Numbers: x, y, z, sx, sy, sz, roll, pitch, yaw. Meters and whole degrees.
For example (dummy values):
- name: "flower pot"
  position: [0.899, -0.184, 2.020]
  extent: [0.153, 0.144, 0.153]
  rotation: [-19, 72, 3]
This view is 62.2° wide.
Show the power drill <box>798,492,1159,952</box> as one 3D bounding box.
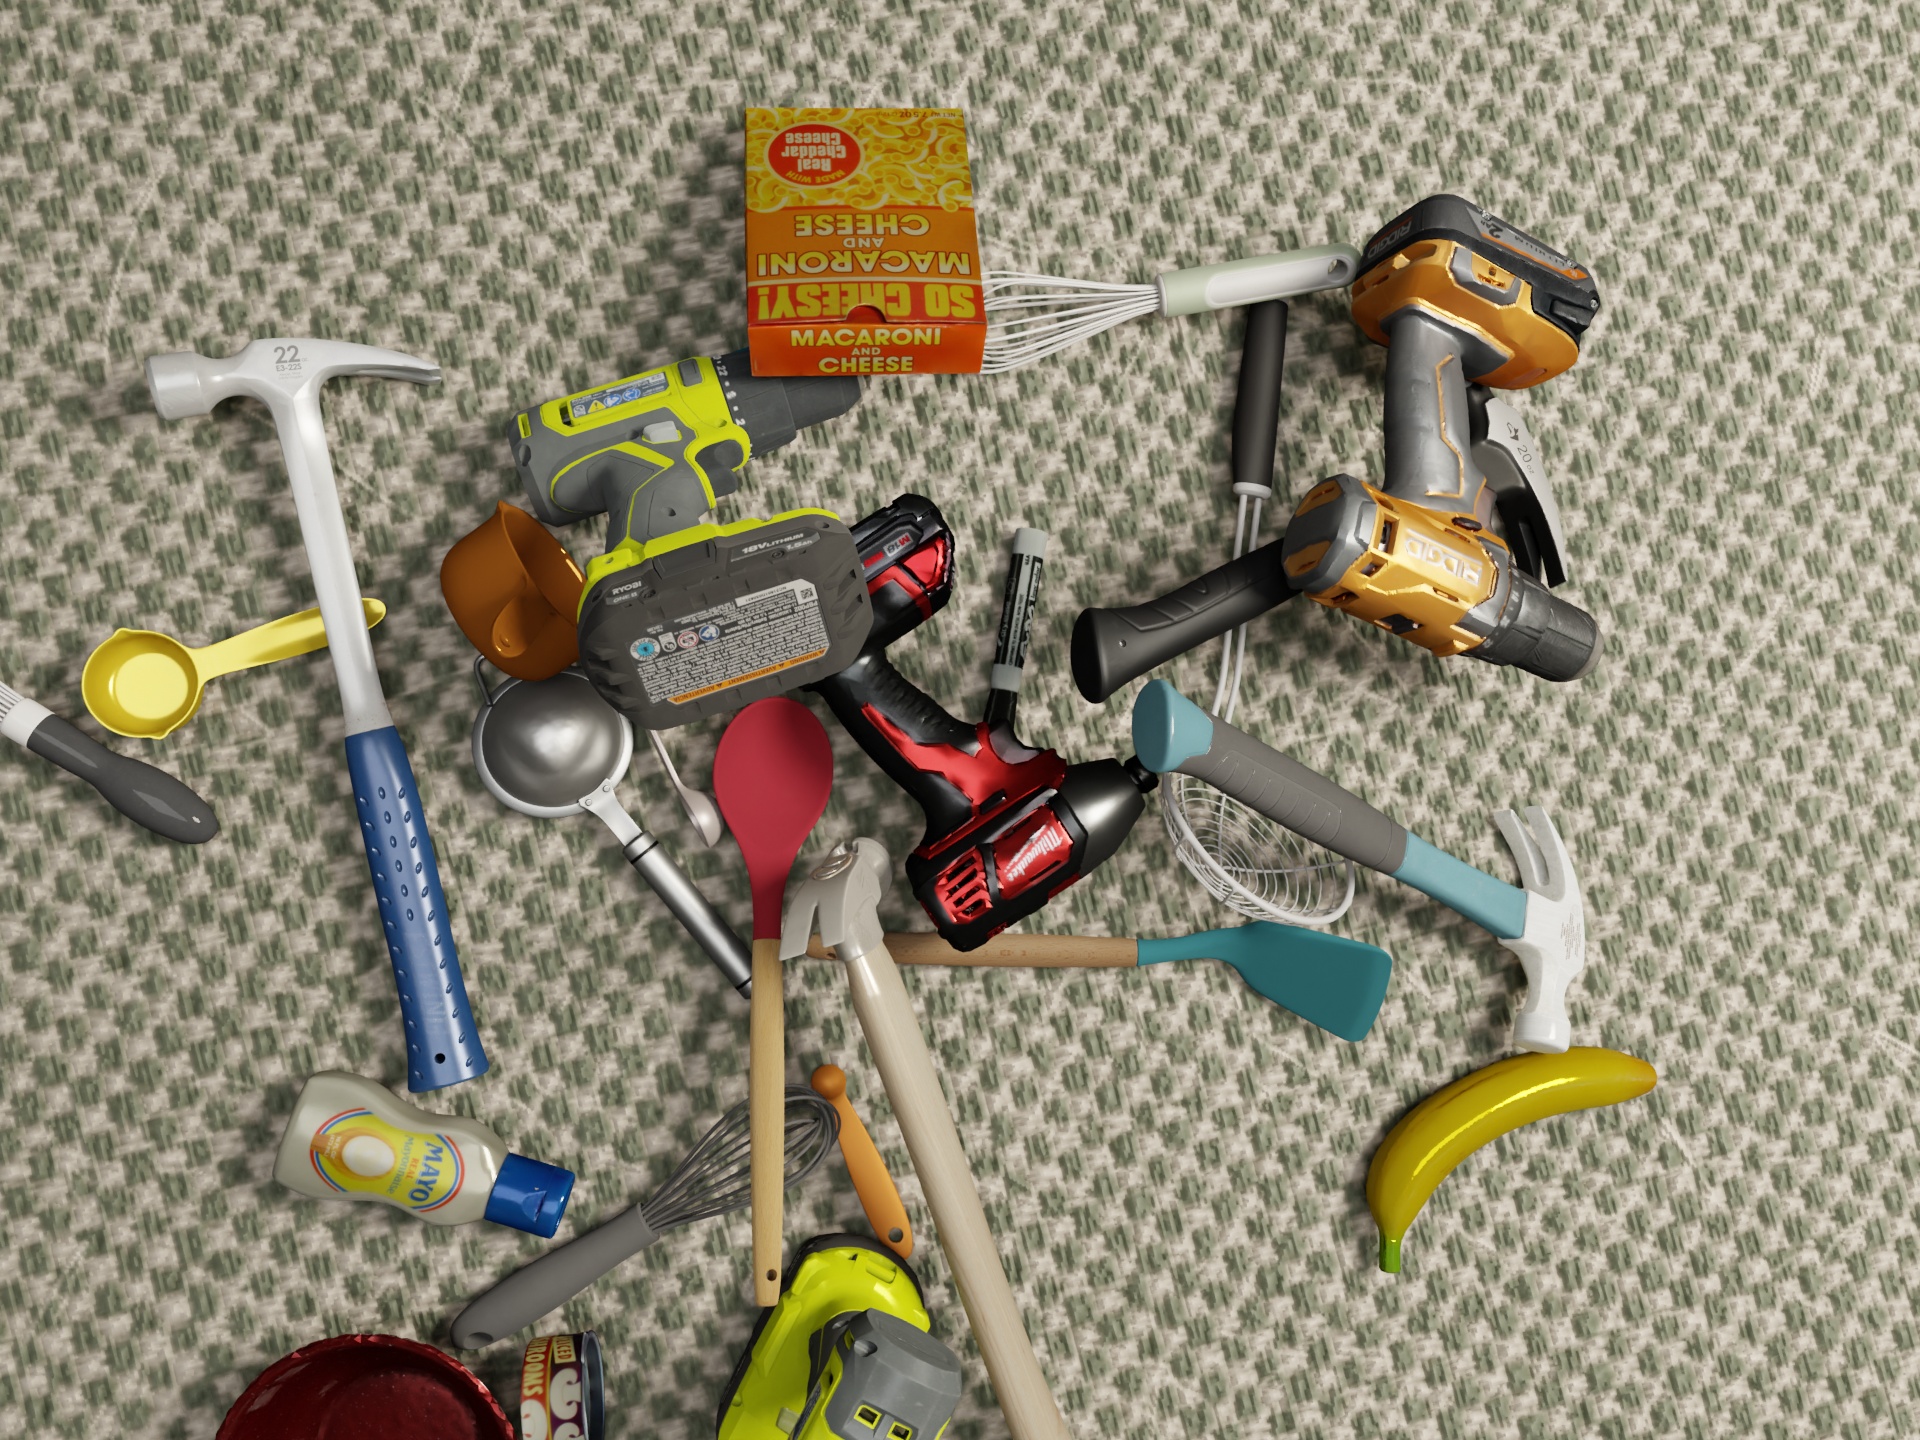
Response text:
- name: "power drill"
  position: [-0.001, -0.003, 0.850]
  extent: [0.143, 0.078, 0.220]
  rotation: [-33, 84, -3]

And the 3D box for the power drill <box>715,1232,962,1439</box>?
- name: "power drill"
  position: [-0.070, 0.348, 0.767]
  extent: [0.080, 0.223, 0.171]
  rotation: [29, 85, -3]

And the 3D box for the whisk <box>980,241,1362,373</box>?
- name: "whisk"
  position: [0.105, -0.236, 0.891]
  extent: [0.246, 0.059, 0.057]
  rotation: [-10, 121, -1]

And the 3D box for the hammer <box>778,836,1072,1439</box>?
- name: "hammer"
  position: [0.000, 0.268, 0.820]
  extent: [0.038, 0.146, 0.410]
  rotation: [-18, 98, 8]

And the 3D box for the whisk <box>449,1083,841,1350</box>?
- name: "whisk"
  position: [-0.170, 0.268, 0.852]
  extent: [0.239, 0.055, 0.055]
  rotation: [-32, 90, -2]

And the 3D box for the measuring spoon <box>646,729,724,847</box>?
- name: "measuring spoon"
  position: [-0.159, 0.012, 0.875]
  extent: [0.018, 0.034, 0.124]
  rotation: [-26, 85, -15]

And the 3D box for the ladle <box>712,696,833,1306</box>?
- name: "ladle"
  position: [-0.101, 0.142, 0.842]
  extent: [0.069, 0.031, 0.316]
  rotation: [6, 72, -24]

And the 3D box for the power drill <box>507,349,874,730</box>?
- name: "power drill"
  position: [-0.122, -0.112, 0.808]
  extent: [0.190, 0.080, 0.229]
  rotation: [-18, 44, -6]

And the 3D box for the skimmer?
- name: "skimmer"
  position: [0.176, -0.071, 0.880]
  extent: [0.127, 0.090, 0.363]
  rotation: [10, 84, -33]

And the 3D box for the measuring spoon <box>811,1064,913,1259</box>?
- name: "measuring spoon"
  position: [-0.053, 0.245, 0.881]
  extent: [0.021, 0.011, 0.117]
  rotation: [-24, 90, -6]

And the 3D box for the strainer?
- name: "strainer"
  position: [-0.179, 0.062, 0.866]
  extent: [0.087, 0.050, 0.258]
  rotation: [-40, 95, -14]

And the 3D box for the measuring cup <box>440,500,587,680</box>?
- name: "measuring cup"
  position: [-0.231, -0.049, 0.801]
  extent: [0.052, 0.174, 0.095]
  rotation: [-33, 108, 9]

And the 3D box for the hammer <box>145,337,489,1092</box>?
- name: "hammer"
  position: [-0.312, -0.006, 0.850]
  extent: [0.144, 0.035, 0.405]
  rotation: [-13, 91, -18]

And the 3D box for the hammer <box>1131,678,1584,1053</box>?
- name: "hammer"
  position: [0.219, 0.065, 0.840]
  extent: [0.330, 0.033, 0.128]
  rotation: [27, 66, -27]

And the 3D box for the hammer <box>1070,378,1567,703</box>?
- name: "hammer"
  position: [0.195, -0.086, 0.856]
  extent: [0.335, 0.035, 0.146]
  rotation: [-26, 88, -26]

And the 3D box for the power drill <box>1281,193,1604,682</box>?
- name: "power drill"
  position: [0.275, -0.139, 0.843]
  extent: [0.185, 0.084, 0.226]
  rotation: [21, 73, -19]

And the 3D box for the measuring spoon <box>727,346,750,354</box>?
- name: "measuring spoon"
  position: [-0.075, -0.212, 0.896]
  extent: [0.128, 0.042, 0.021]
  rotation: [-16, 114, 1]

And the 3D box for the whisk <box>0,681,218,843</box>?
- name: "whisk"
  position: [-0.515, -0.017, 0.830]
  extent: [0.284, 0.070, 0.070]
  rotation: [33, 85, -8]

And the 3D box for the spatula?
- name: "spatula"
  position: [0.072, 0.136, 0.881]
  extent: [0.317, 0.082, 0.044]
  rotation: [1, 44, -2]

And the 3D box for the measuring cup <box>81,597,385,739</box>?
- name: "measuring cup"
  position: [-0.389, -0.035, 0.862]
  extent: [0.156, 0.029, 0.062]
  rotation: [-21, 92, -18]
